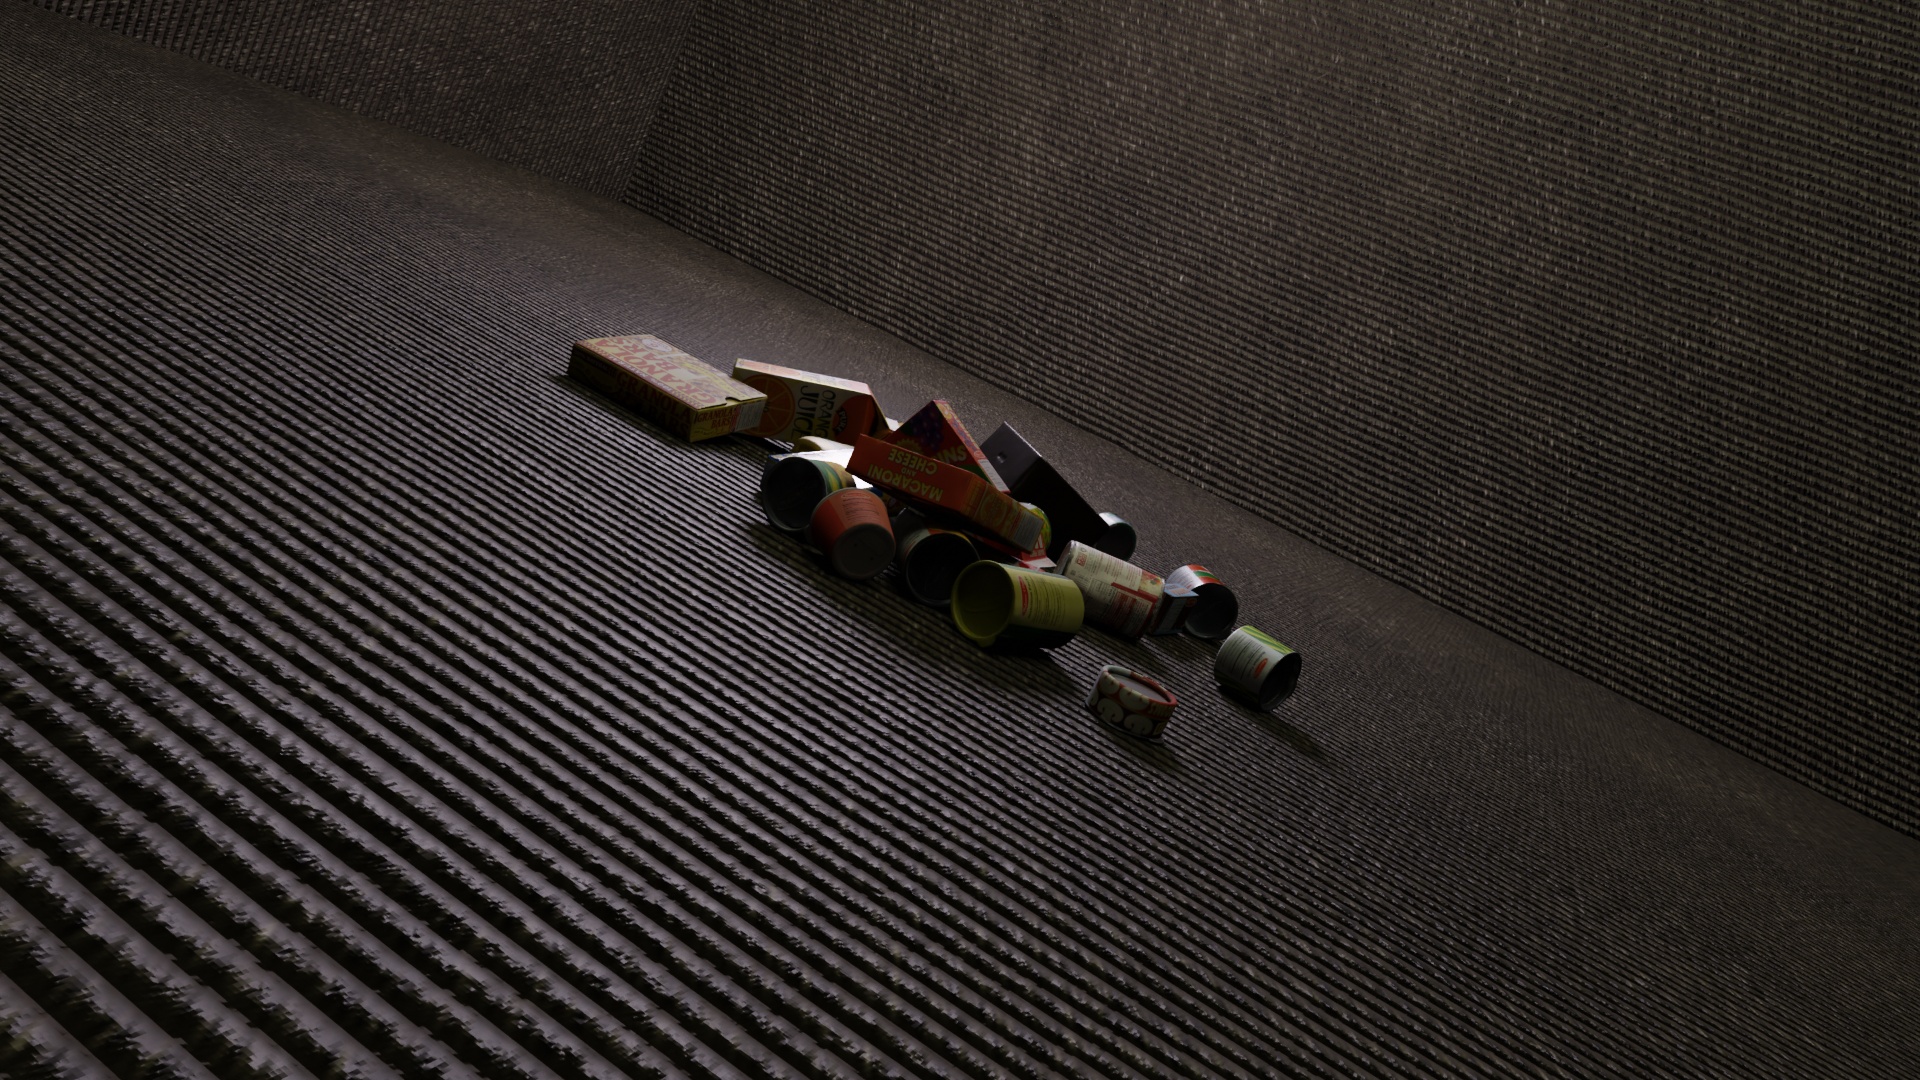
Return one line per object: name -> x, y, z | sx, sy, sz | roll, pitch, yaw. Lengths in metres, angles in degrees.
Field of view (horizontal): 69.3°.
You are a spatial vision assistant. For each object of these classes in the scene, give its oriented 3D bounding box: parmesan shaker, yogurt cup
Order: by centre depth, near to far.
yogurt cup -> -0.087, -0.003, 1.151 | 0.072, 0.072, 0.054 | 19, 20, -29
parmesan shaker -> 0.049, 0.058, 1.159 | 0.071, 0.071, 0.103 | 33, 12, 37

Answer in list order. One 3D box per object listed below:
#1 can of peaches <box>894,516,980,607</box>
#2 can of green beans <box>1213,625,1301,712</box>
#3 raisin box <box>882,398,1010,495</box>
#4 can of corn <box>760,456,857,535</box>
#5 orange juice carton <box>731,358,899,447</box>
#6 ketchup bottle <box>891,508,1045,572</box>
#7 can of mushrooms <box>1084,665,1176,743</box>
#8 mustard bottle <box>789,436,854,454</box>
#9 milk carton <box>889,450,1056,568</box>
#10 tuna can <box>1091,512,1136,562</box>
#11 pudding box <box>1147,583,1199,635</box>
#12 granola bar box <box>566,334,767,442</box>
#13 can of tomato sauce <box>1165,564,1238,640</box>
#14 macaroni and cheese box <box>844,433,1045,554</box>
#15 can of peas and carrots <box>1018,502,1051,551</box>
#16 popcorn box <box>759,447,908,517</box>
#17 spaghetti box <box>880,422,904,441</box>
can of peaches -> -0.018, 0.019, 1.188 | 0.071, 0.071, 0.058 | 22, 10, -17
can of green beans -> 0.289, 0.124, 1.353 | 0.058, 0.071, 0.071 | 32, 13, 38
raisin box -> -0.018, -0.075, 1.454 | 0.123, 0.086, 0.040 | 55, 19, 10
can of corn -> -0.130, -0.036, 1.212 | 0.071, 0.071, 0.058 | 29, 11, 23
orange juice carton -> -0.161, -0.144, 1.534 | 0.193, 0.073, 0.072 | 11, 13, -10
ketchup bottle -> 0.005, 0.018, 1.304 | 0.149, 0.043, 0.065 | 26, 8, 8
can of mushrooms -> 0.136, 0.128, 1.091 | 0.071, 0.033, 0.071 | 24, 10, -4
mustard bottle -> -0.111, -0.072, 1.460 | 0.065, 0.048, 0.160 | 34, 14, 33
milk carton -> 0.005, -0.017, 1.387 | 0.191, 0.073, 0.072 | 29, 12, 19
tuna can -> 0.181, 0.003, 1.696 | 0.071, 0.071, 0.033 | 17, 13, -35
pudding box -> 0.220, 0.074, 1.485 | 0.030, 0.049, 0.084 | 32, 13, 26
granola bar box -> -0.302, -0.161, 1.437 | 0.166, 0.039, 0.124 | 28, 23, 19
can of tomato sauce -> 0.273, 0.070, 1.578 | 0.071, 0.071, 0.083 | 23, 10, -10
macaroni and cheese box -> -0.011, -0.039, 1.253 | 0.124, 0.040, 0.166 | 21, -3, 28
can of peas and carrots -> 0.059, -0.004, 1.468 | 0.071, 0.070, 0.059 | 27, 11, 13
popcorn box -> -0.116, -0.052, 1.324 | 0.085, 0.038, 0.127 | 30, 24, 32
spaghetti box -> -0.113, -0.141, 1.833 | 0.050, 0.028, 0.250 | 29, 12, 22
